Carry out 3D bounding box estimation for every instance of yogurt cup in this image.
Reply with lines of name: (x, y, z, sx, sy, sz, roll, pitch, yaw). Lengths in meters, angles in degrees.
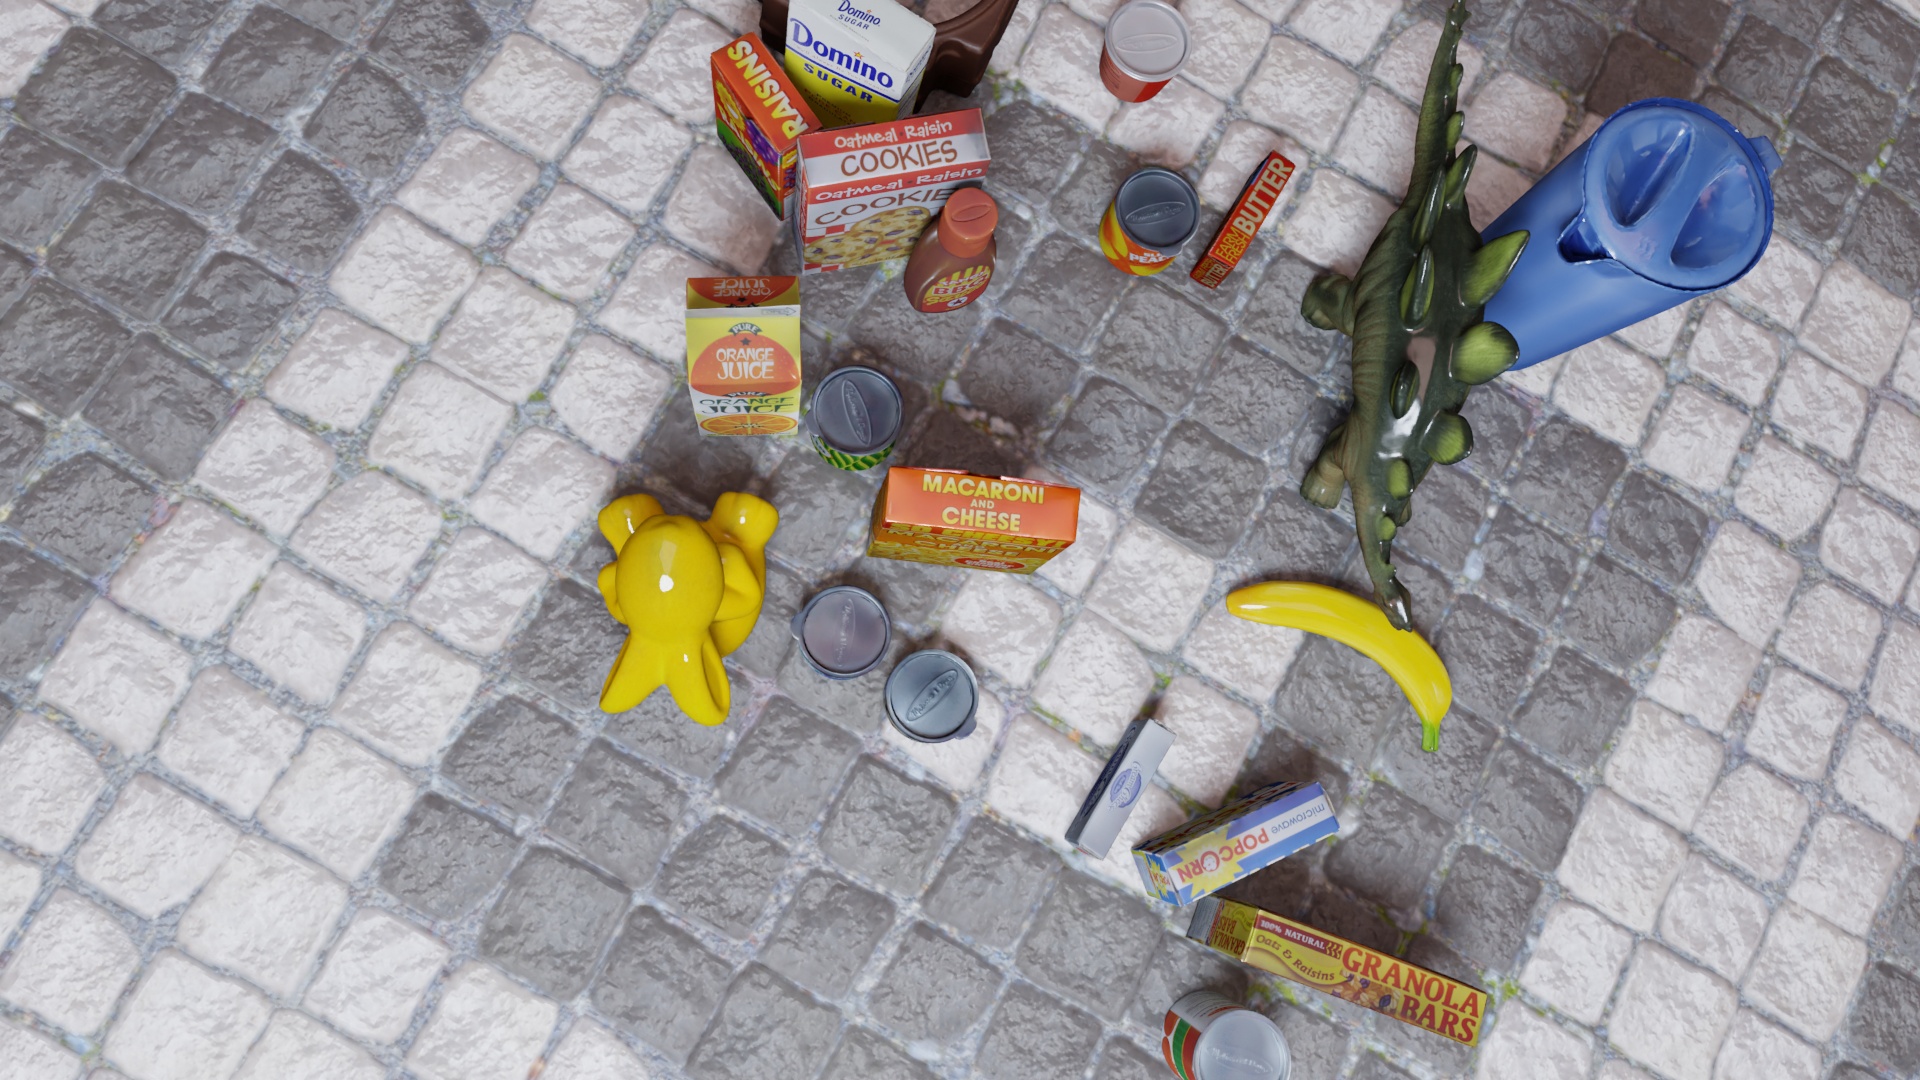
yogurt cup: (0.140, -0.377, 1.080, 0.072, 0.054, 0.072, 1, 81, -8)

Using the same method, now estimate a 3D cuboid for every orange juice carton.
orange juice carton: (-0.144, -0.125, 0.928, 0.072, 0.192, 0.073, -2, 81, -8)

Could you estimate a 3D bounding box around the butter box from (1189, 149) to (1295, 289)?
butter box: (0.217, -0.246, 1.069, 0.024, 0.053, 0.104, 32, 78, -2)

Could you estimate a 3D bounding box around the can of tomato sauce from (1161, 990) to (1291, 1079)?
can of tomato sauce: (0.179, 0.350, 0.949, 0.071, 0.083, 0.071, 1, 81, -8)

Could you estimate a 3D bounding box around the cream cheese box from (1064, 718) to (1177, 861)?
cream cheese box: (0.112, 0.175, 0.984, 0.024, 0.053, 0.104, 33, 78, -2)

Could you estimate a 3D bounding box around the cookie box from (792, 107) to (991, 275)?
cookie box: (-0.053, -0.242, 0.973, 0.123, 0.167, 0.040, -12, 83, -10)

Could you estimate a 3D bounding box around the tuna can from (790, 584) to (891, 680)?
tuna can: (-0.085, 0.066, 0.986, 0.071, 0.032, 0.071, 1, 81, -8)

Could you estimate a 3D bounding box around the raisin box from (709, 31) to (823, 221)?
raisin box: (-0.138, -0.293, 0.992, 0.040, 0.123, 0.086, -34, 87, -11)

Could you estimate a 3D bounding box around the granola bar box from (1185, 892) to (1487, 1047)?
granola bar box: (0.253, 0.289, 0.949, 0.165, 0.124, 0.039, 21, 79, -4)

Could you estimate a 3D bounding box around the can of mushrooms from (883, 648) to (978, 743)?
can of mushrooms: (-0.020, 0.113, 0.987, 0.071, 0.033, 0.071, 1, 81, -8)

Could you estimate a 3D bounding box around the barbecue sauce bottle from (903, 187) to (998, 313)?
barbecue sauce bottle: (-0.003, -0.205, 0.983, 0.065, 0.148, 0.043, -18, 84, -10)

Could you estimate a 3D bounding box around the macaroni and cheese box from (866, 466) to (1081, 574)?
macaroni and cheese box: (0.003, -0.012, 0.943, 0.124, 0.166, 0.040, 6, 80, -7)

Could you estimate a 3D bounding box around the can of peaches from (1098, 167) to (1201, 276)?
can of peaches: (0.143, -0.239, 1.055, 0.071, 0.058, 0.071, 1, 81, -8)

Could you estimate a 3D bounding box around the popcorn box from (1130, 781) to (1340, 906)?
popcorn box: (0.191, 0.210, 0.973, 0.127, 0.085, 0.038, -22, 85, -11)

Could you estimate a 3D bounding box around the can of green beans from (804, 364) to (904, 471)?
can of green beans: (-0.076, -0.087, 1.000, 0.071, 0.057, 0.071, 1, 81, -8)
